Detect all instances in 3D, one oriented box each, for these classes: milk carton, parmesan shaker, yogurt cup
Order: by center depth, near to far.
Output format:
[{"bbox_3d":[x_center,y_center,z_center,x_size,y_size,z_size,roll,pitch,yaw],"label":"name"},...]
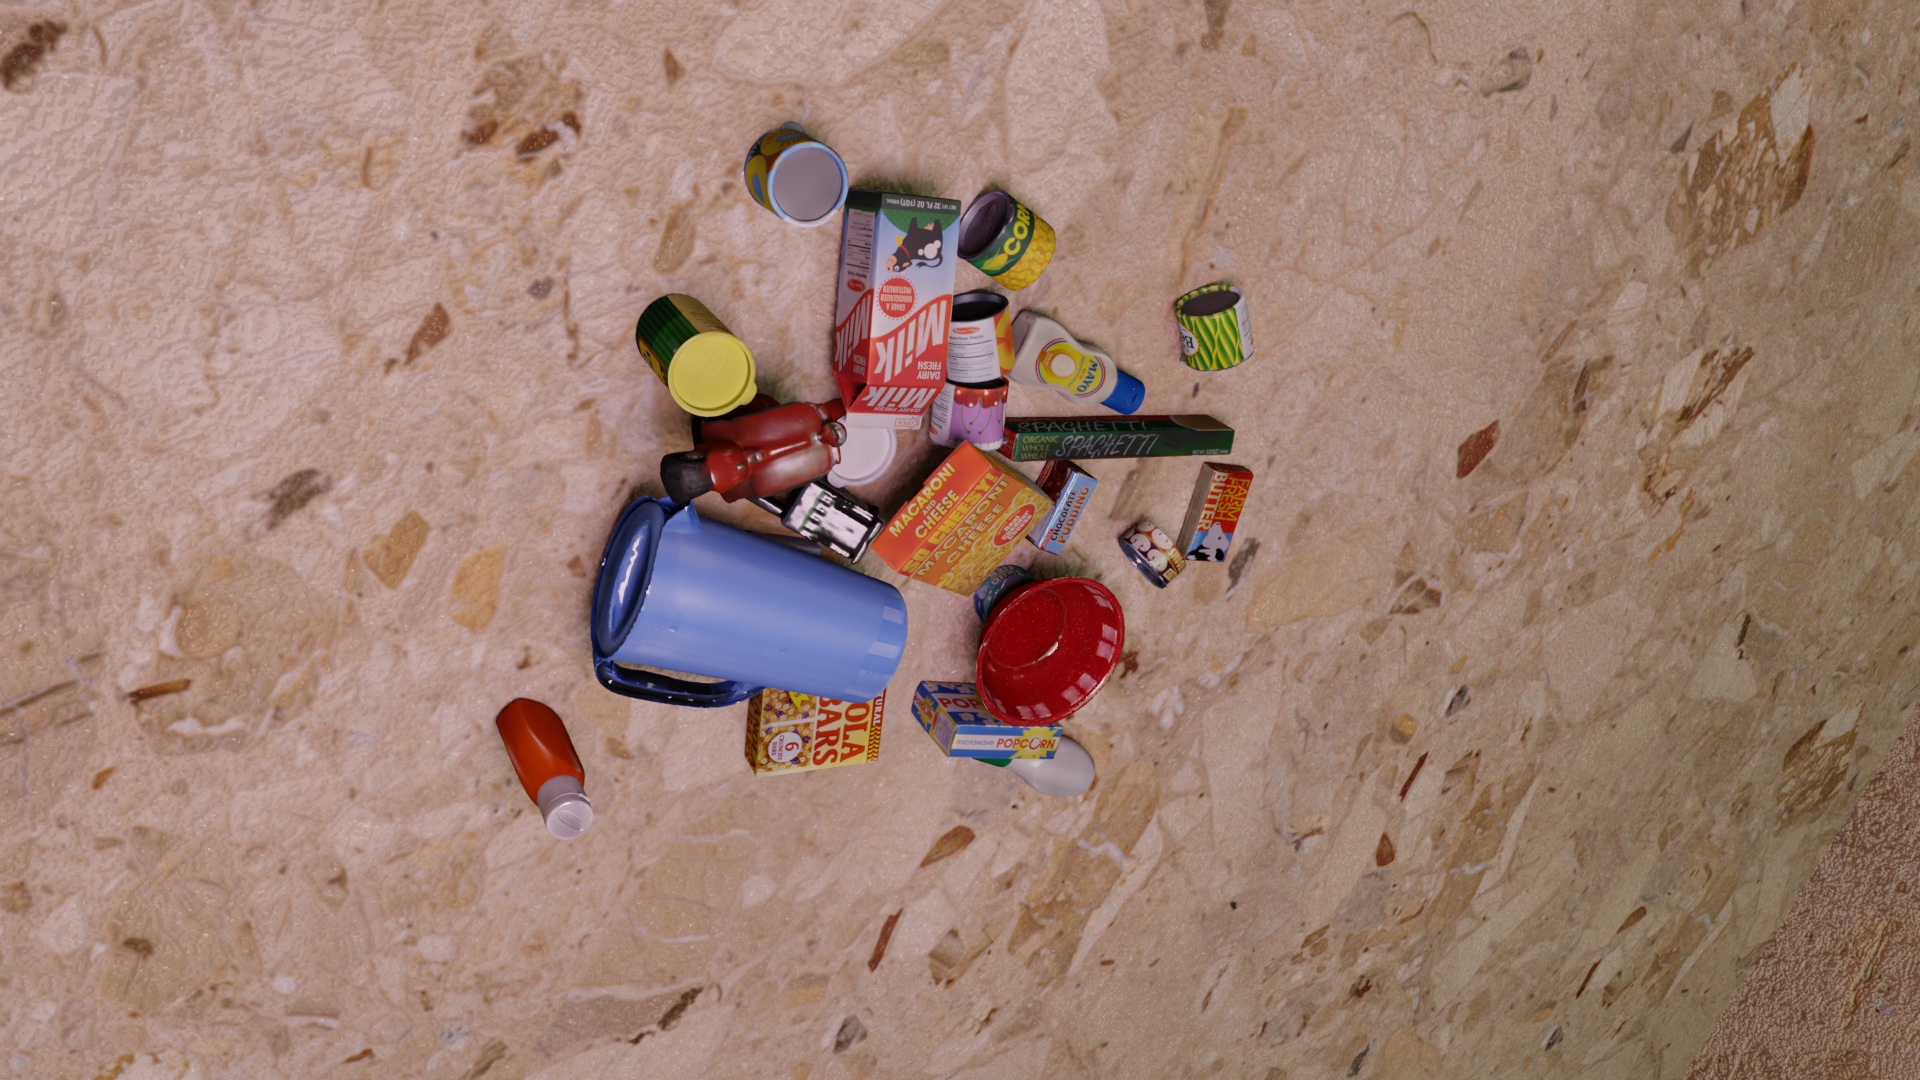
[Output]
[{"bbox_3d":[-0.203,-0.142,1.067,0.071,0.103,0.071,-12,119,-23],"label":"parmesan shaker"},{"bbox_3d":[-0.054,-0.184,1.128,0.072,0.073,0.190,-1,104,-29],"label":"milk carton"},{"bbox_3d":[-0.095,-0.087,1.185,0.072,0.054,0.072,-13,120,-23],"label":"yogurt cup"}]

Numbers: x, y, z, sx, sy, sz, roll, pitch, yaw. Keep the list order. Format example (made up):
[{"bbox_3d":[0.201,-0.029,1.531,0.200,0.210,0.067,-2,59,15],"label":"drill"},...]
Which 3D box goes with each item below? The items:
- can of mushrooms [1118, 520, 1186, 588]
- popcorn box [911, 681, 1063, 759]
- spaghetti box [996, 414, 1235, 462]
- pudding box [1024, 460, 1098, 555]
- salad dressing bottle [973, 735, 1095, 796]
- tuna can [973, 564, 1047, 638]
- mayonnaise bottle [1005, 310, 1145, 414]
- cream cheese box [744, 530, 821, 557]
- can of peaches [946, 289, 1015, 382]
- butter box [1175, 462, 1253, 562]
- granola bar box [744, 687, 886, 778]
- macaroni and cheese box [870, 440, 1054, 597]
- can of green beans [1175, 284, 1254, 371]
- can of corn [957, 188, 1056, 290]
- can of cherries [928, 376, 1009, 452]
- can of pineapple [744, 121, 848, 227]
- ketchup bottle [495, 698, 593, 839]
[{"bbox_3d":[0.193,0.015,1.385,0.033,0.071,0.071,-41,127,-7],"label":"can of mushrooms"},{"bbox_3d":[0.026,0.177,1.365,0.127,0.085,0.038,7,110,-31],"label":"popcorn box"},{"bbox_3d":[0.146,-0.098,1.315,0.251,0.050,0.028,-3,114,-27],"label":"spaghetti box"},{"bbox_3d":[0.090,-0.034,1.316,0.030,0.050,0.083,18,104,-36],"label":"pudding box"},{"bbox_3d":[0.073,0.226,1.443,0.147,0.044,0.064,23,104,-34],"label":"salad dressing bottle"},{"bbox_3d":[0.048,0.057,1.349,0.071,0.033,0.070,-13,119,-23],"label":"tuna can"},{"bbox_3d":[0.105,-0.156,1.269,0.148,0.041,0.064,20,102,-34],"label":"mayonnaise bottle"},{"bbox_3d":[-0.177,0.020,1.212,0.104,0.024,0.053,9,110,-32],"label":"cream cheese box"},{"bbox_3d":[0.013,-0.176,1.194,0.071,0.071,0.057,-20,122,-19],"label":"can of peaches"},{"bbox_3d":[0.261,-0.028,1.429,0.053,0.024,0.103,5,111,-30],"label":"butter box"},{"bbox_3d":[-0.131,0.132,1.285,0.124,0.039,0.164,-4,115,-26],"label":"granola bar box"},{"bbox_3d":[0.004,-0.015,1.231,0.123,0.040,0.166,-48,157,8],"label":"macaroni and cheese box"},{"bbox_3d":[0.239,-0.200,1.305,0.071,0.071,0.057,-28,124,-14],"label":"can of green beans"},{"bbox_3d":[0.040,-0.252,1.166,0.058,0.071,0.071,27,99,-37],"label":"can of corn"},{"bbox_3d":[0.010,-0.116,1.221,0.072,0.071,0.058,-6,116,-26],"label":"can of cherries"},{"bbox_3d":[-0.126,-0.280,1.068,0.071,0.058,0.070,-12,119,-23],"label":"can of pineapple"},{"bbox_3d":[-0.334,0.186,1.131,0.043,0.149,0.064,-46,127,-2],"label":"ketchup bottle"}]
